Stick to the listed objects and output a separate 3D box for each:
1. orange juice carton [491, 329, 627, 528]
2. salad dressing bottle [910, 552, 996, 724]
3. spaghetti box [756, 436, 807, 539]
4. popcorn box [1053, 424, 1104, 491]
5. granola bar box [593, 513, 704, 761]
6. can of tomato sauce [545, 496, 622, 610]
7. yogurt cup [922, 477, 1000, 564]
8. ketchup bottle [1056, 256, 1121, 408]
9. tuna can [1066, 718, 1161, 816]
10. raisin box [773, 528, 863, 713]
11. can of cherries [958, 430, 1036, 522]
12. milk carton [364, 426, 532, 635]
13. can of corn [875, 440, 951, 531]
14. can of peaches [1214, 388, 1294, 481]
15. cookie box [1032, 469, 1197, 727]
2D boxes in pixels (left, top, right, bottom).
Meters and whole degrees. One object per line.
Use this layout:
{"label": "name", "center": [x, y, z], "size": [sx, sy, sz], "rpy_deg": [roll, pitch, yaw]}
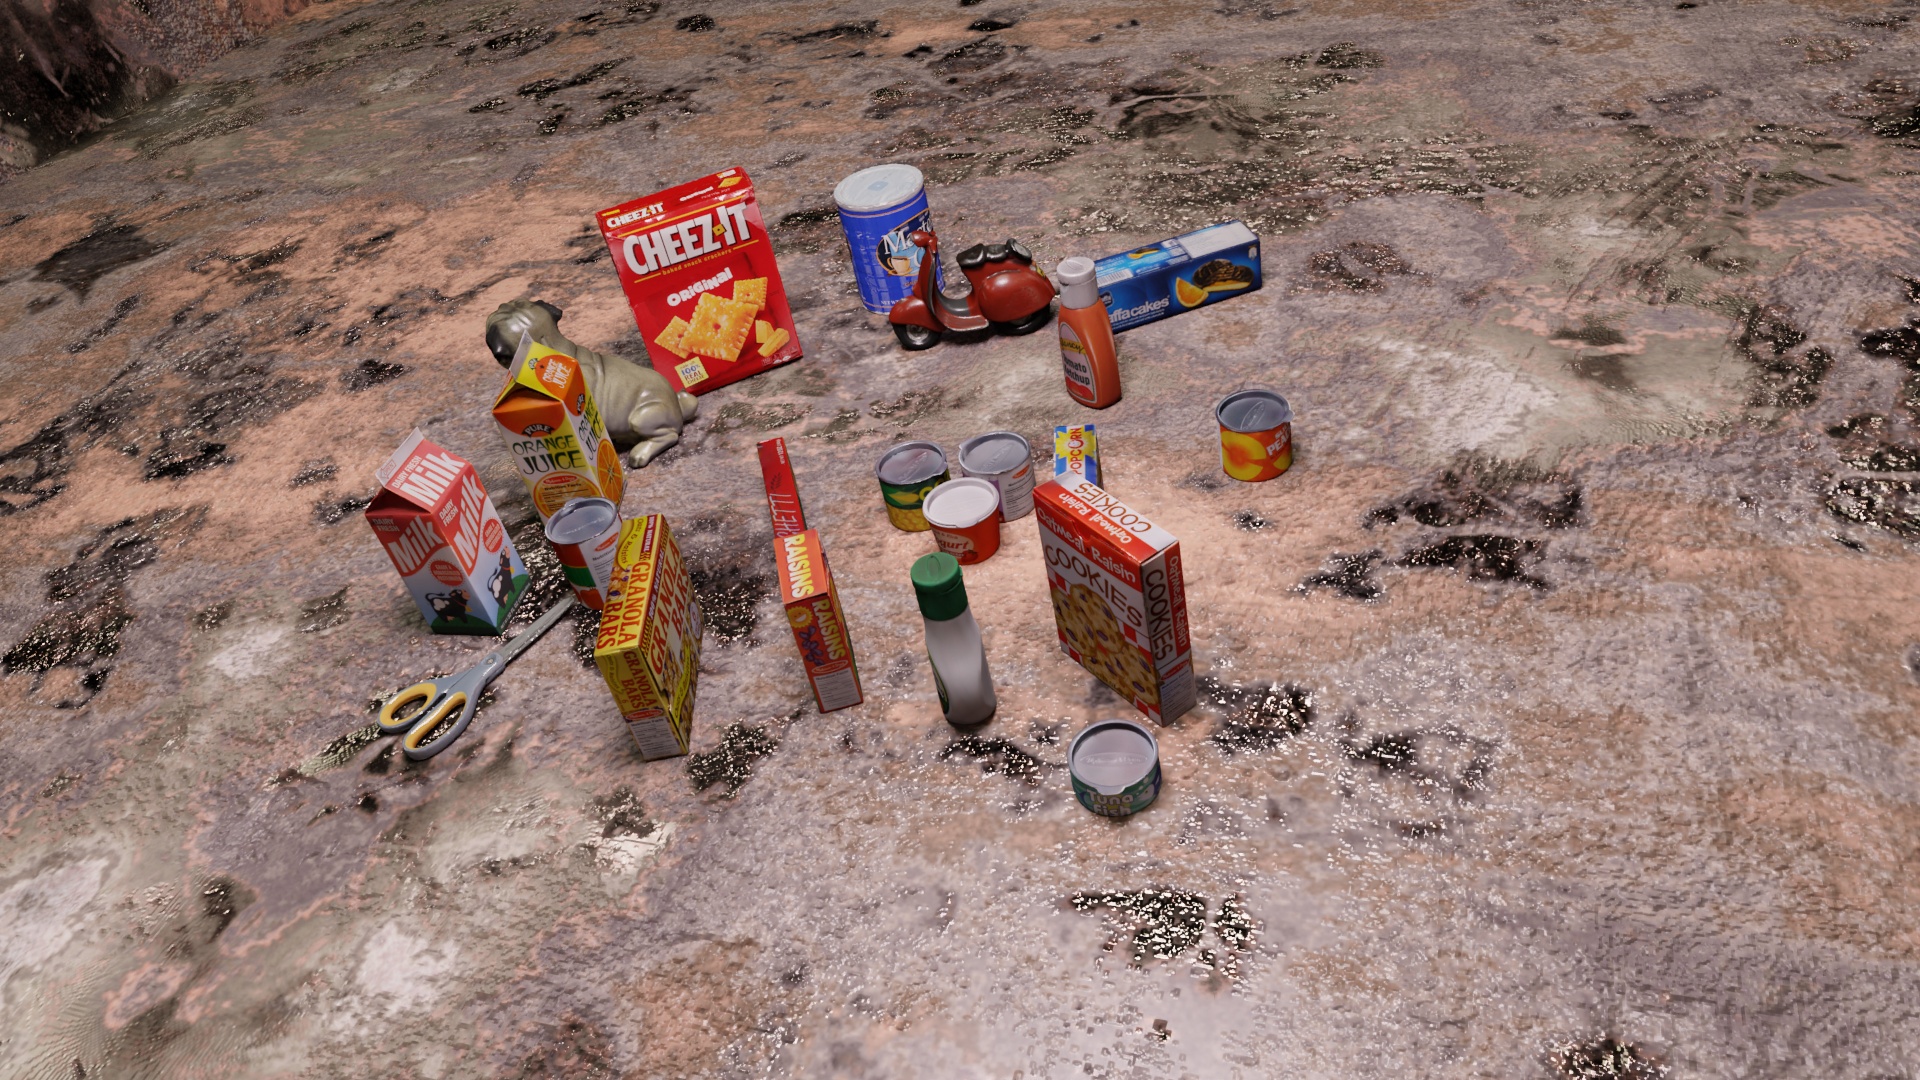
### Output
{"label": "orange juice carton", "center": [-0.392, -0.105, 1.344], "size": [0.073, 0.191, 0.072], "rpy_deg": [-8, 39, 6]}
{"label": "salad dressing bottle", "center": [-0.006, 0.075, 1.051], "size": [0.044, 0.147, 0.064], "rpy_deg": [-13, 38, 0]}
{"label": "spaghetti box", "center": [-0.155, -0.007, 1.271], "size": [0.029, 0.050, 0.251], "rpy_deg": [-16, 39, -4]}
{"label": "popcorn box", "center": [0.103, -0.030, 1.199], "size": [0.038, 0.084, 0.127], "rpy_deg": [-6, 39, 9]}
{"label": "granola bar box", "center": [-0.250, 0.077, 1.136], "size": [0.039, 0.123, 0.166], "rpy_deg": [-10, 39, 4]}
{"label": "can of tomato sauce", "center": [-0.334, 0.012, 1.272], "size": [0.071, 0.082, 0.071], "rpy_deg": [-8, 39, 6]}
{"label": "yogurt cup", "center": [0.004, -0.015, 1.234], "size": [0.072, 0.053, 0.073], "rpy_deg": [-8, 39, 6]}
{"label": "ketchup bottle", "center": [0.122, -0.204, 1.356], "size": [0.044, 0.148, 0.065], "rpy_deg": [-31, 42, -21]}
{"label": "tuna can", "center": [0.111, 0.165, 0.999], "size": [0.071, 0.032, 0.071], "rpy_deg": [-8, 39, 6]}
{"label": "raisin box", "center": [-0.113, 0.065, 1.113], "size": [0.040, 0.122, 0.086], "rpy_deg": [-15, 38, -2]}
{"label": "can of cherries", "center": [0.034, -0.060, 1.276], "size": [0.071, 0.058, 0.072], "rpy_deg": [-8, 39, 6]}
{"label": "milk carton", "center": [-0.463, -0.006, 1.243], "size": [0.073, 0.189, 0.073], "rpy_deg": [0, 40, 16]}
{"label": "can of corn", "center": [-0.038, -0.050, 1.284], "size": [0.071, 0.058, 0.071], "rpy_deg": [-8, 39, 6]}
{"label": "can of peaches", "center": [0.267, -0.094, 1.253], "size": [0.071, 0.057, 0.071], "rpy_deg": [-8, 39, 6]}
{"label": "cookie box", "center": [0.115, 0.044, 1.040], "size": [0.040, 0.166, 0.123], "rpy_deg": [-31, 42, -21]}
